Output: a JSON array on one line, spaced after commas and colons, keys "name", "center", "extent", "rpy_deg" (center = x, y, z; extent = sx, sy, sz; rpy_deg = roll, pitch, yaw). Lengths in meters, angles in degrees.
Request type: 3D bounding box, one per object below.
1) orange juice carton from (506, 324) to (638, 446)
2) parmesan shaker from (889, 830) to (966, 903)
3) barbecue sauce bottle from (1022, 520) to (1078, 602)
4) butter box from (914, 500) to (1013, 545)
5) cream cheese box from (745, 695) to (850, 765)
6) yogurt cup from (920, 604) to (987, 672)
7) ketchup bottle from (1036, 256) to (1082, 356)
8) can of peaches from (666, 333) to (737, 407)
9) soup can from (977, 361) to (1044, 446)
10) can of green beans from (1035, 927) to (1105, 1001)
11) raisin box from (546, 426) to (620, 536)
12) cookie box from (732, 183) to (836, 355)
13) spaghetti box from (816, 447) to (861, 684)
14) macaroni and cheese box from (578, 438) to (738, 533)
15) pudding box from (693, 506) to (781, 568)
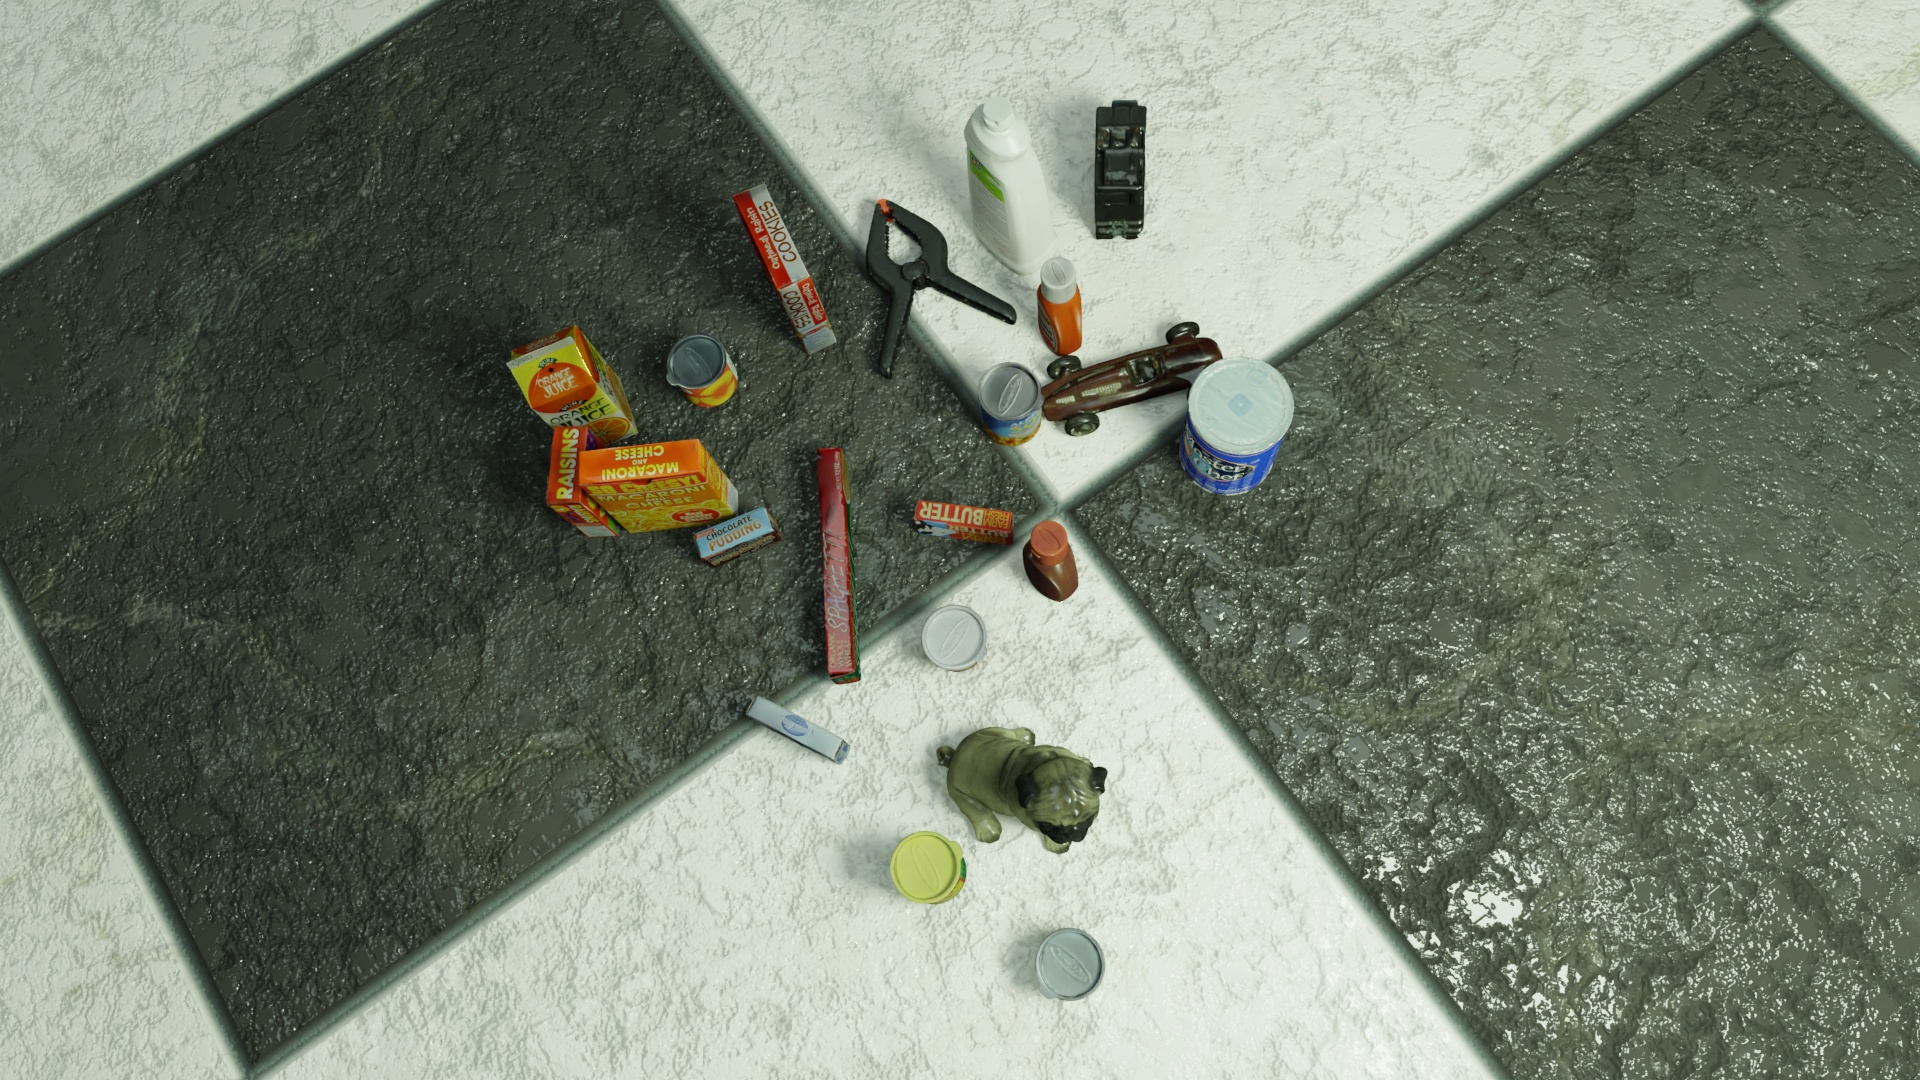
[{"name": "orange juice carton", "center": [-0.412, -0.164, 1.470], "extent": [0.072, 0.192, 0.073], "rpy_deg": [-23, 74, -2]}, {"name": "parmesan shaker", "center": [-0.027, 0.317, 1.345], "extent": [0.071, 0.103, 0.071], "rpy_deg": [-1, 74, 4]}, {"name": "barbecue sauce bottle", "center": [0.090, 0.018, 1.401], "extent": [0.044, 0.148, 0.065], "rpy_deg": [-42, 75, -7]}, {"name": "butter box", "center": [0.005, -0.018, 1.468], "extent": [0.103, 0.053, 0.024], "rpy_deg": [7, 75, 7]}, {"name": "cream cheese box", "center": [-0.164, 0.194, 1.418], "extent": [0.104, 0.053, 0.024], "rpy_deg": [25, 78, 11]}, {"name": "yogurt cup", "center": [-0.005, 0.104, 1.432], "extent": [0.072, 0.054, 0.072], "rpy_deg": [-1, 74, 4]}, {"name": "ketchup bottle", "center": [0.105, -0.253, 1.479], "extent": [0.043, 0.148, 0.065], "rpy_deg": [-24, 74, -2]}, {"name": "can of peaches", "center": [-0.287, -0.186, 1.537], "extent": [0.071, 0.058, 0.071], "rpy_deg": [-1, 74, 4]}, {"name": "soup can", "center": [0.056, -0.143, 1.484], "extent": [0.071, 0.083, 0.071], "rpy_deg": [-1, 74, 4]}, {"name": "can of green beans", "center": [0.105, 0.406, 1.332], "extent": [0.071, 0.057, 0.071], "rpy_deg": [-1, 74, 4]}, {"name": "raisin box", "center": [-0.397, -0.061, 1.475], "extent": [0.040, 0.123, 0.086], "rpy_deg": [0, 74, 5]}, {"name": "cookie box", "center": [-0.189, -0.290, 1.503], "extent": [0.040, 0.167, 0.123], "rpy_deg": [-26, 74, -3]}, {"name": "spaghetti box", "center": [-0.129, 0.026, 1.467], "extent": [0.029, 0.050, 0.250], "rpy_deg": [-6, 73, 3]}, {"name": "macaroni and cheese box", "center": [-0.309, -0.054, 1.444], "extent": [0.124, 0.166, 0.040], "rpy_deg": [-6, 74, 3]}, {"name": "pudding box", "center": [-0.238, -0.003, 1.484], "extent": [0.084, 0.049, 0.030], "rpy_deg": [-21, 74, -2]}]
